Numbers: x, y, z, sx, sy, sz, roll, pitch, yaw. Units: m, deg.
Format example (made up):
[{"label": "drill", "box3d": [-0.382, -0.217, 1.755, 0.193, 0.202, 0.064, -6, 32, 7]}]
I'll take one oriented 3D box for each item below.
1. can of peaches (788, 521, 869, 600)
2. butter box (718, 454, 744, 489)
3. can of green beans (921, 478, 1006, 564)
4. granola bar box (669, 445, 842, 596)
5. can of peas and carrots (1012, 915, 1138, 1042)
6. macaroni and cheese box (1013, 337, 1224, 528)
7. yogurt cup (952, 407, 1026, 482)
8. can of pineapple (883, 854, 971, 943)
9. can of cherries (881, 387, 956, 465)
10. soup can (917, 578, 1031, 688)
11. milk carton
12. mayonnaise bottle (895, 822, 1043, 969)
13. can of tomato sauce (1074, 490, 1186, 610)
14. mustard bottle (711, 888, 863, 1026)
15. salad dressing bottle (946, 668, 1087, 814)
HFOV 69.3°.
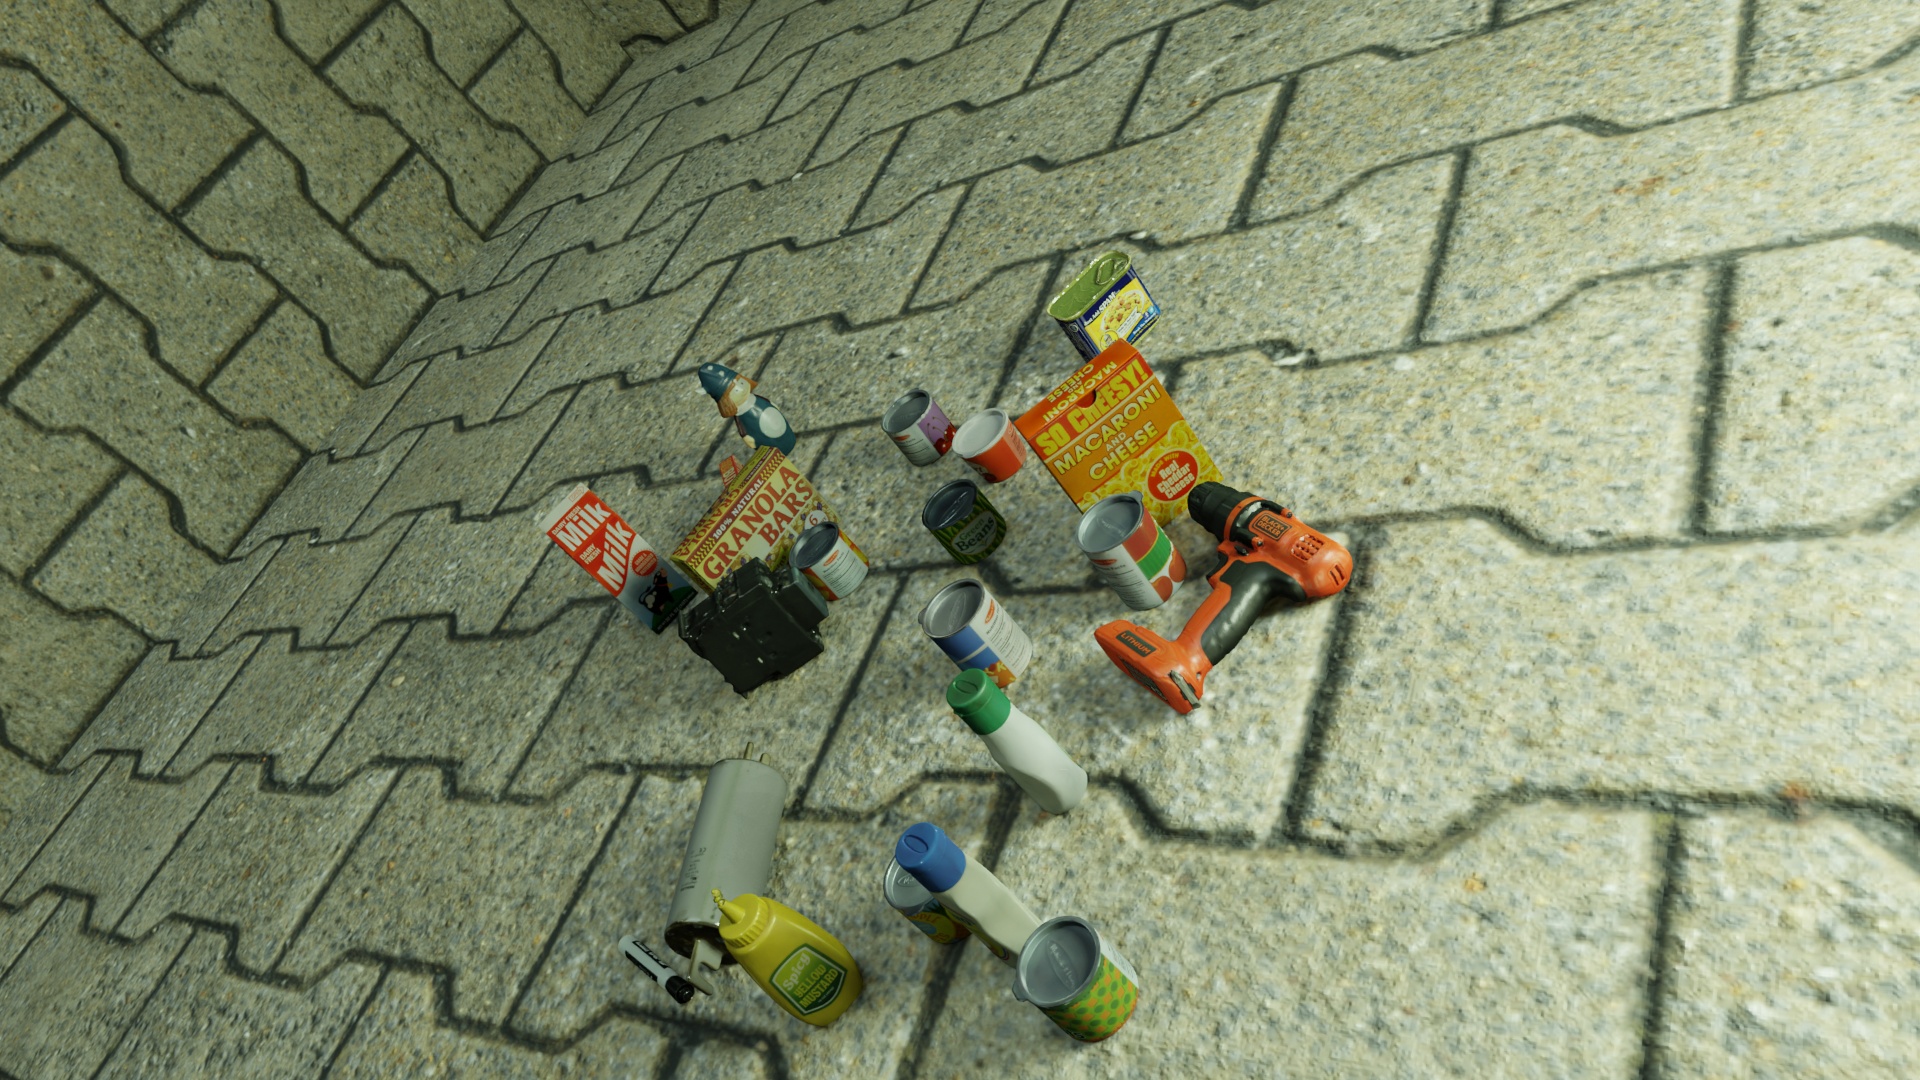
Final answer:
[{"label": "can of peaches", "box3d": [-0.141, 0.021, 1.491, 0.071, 0.058, 0.071, -26, 37, 21]}, {"label": "butter box", "box3d": [-0.267, -0.061, 1.710, 0.024, 0.053, 0.104, -37, 34, 5]}, {"label": "can of green beans", "box3d": [0.004, -0.018, 1.396, 0.071, 0.057, 0.071, -26, 37, 21]}, {"label": "granola bar box", "box3d": [-0.223, -0.004, 1.539, 0.039, 0.124, 0.166, 11, 59, 50]}, {"label": "can of peas and carrots", "box3d": [0.079, 0.304, 0.956, 0.071, 0.058, 0.071, -26, 37, 21]}, {"label": "macaroni and cheese box", "box3d": [0.143, -0.079, 1.233, 0.123, 0.166, 0.040, -39, 34, 3]}, {"label": "yogurt cup", "box3d": [0.033, -0.098, 1.462, 0.072, 0.053, 0.073, -26, 37, 21]}, {"label": "can of pineapple", "box3d": [-0.018, 0.274, 1.085, 0.071, 0.057, 0.071, -26, 37, 21]}, {"label": "can of cherries", "box3d": [-0.045, -0.129, 1.569, 0.071, 0.058, 0.072, -26, 37, 21]}, {"label": "soup can", "box3d": [0.013, 0.085, 1.246, 0.071, 0.083, 0.072, -26, 37, 21]}, {"label": "milk carton", "box3d": [-0.405, 0.018, 1.630, 0.072, 0.190, 0.073, -48, 34, -11]}, {"label": "mayonnaise bottle", "box3d": [0.008, 0.256, 0.999, 0.065, 0.147, 0.041, 15, 62, 51]}, {"label": "can of tomato sauce", "box3d": [0.149, 0.009, 1.202, 0.071, 0.083, 0.071, -26, 37, 21]}, {"label": "mustard bottle", "box3d": [-0.141, 0.313, 1.066, 0.065, 0.159, 0.049, -46, 34, -8]}, {"label": "salad dressing bottle", "box3d": [0.044, 0.156, 1.079, 0.064, 0.147, 0.044, 15, 62, 51]}]
